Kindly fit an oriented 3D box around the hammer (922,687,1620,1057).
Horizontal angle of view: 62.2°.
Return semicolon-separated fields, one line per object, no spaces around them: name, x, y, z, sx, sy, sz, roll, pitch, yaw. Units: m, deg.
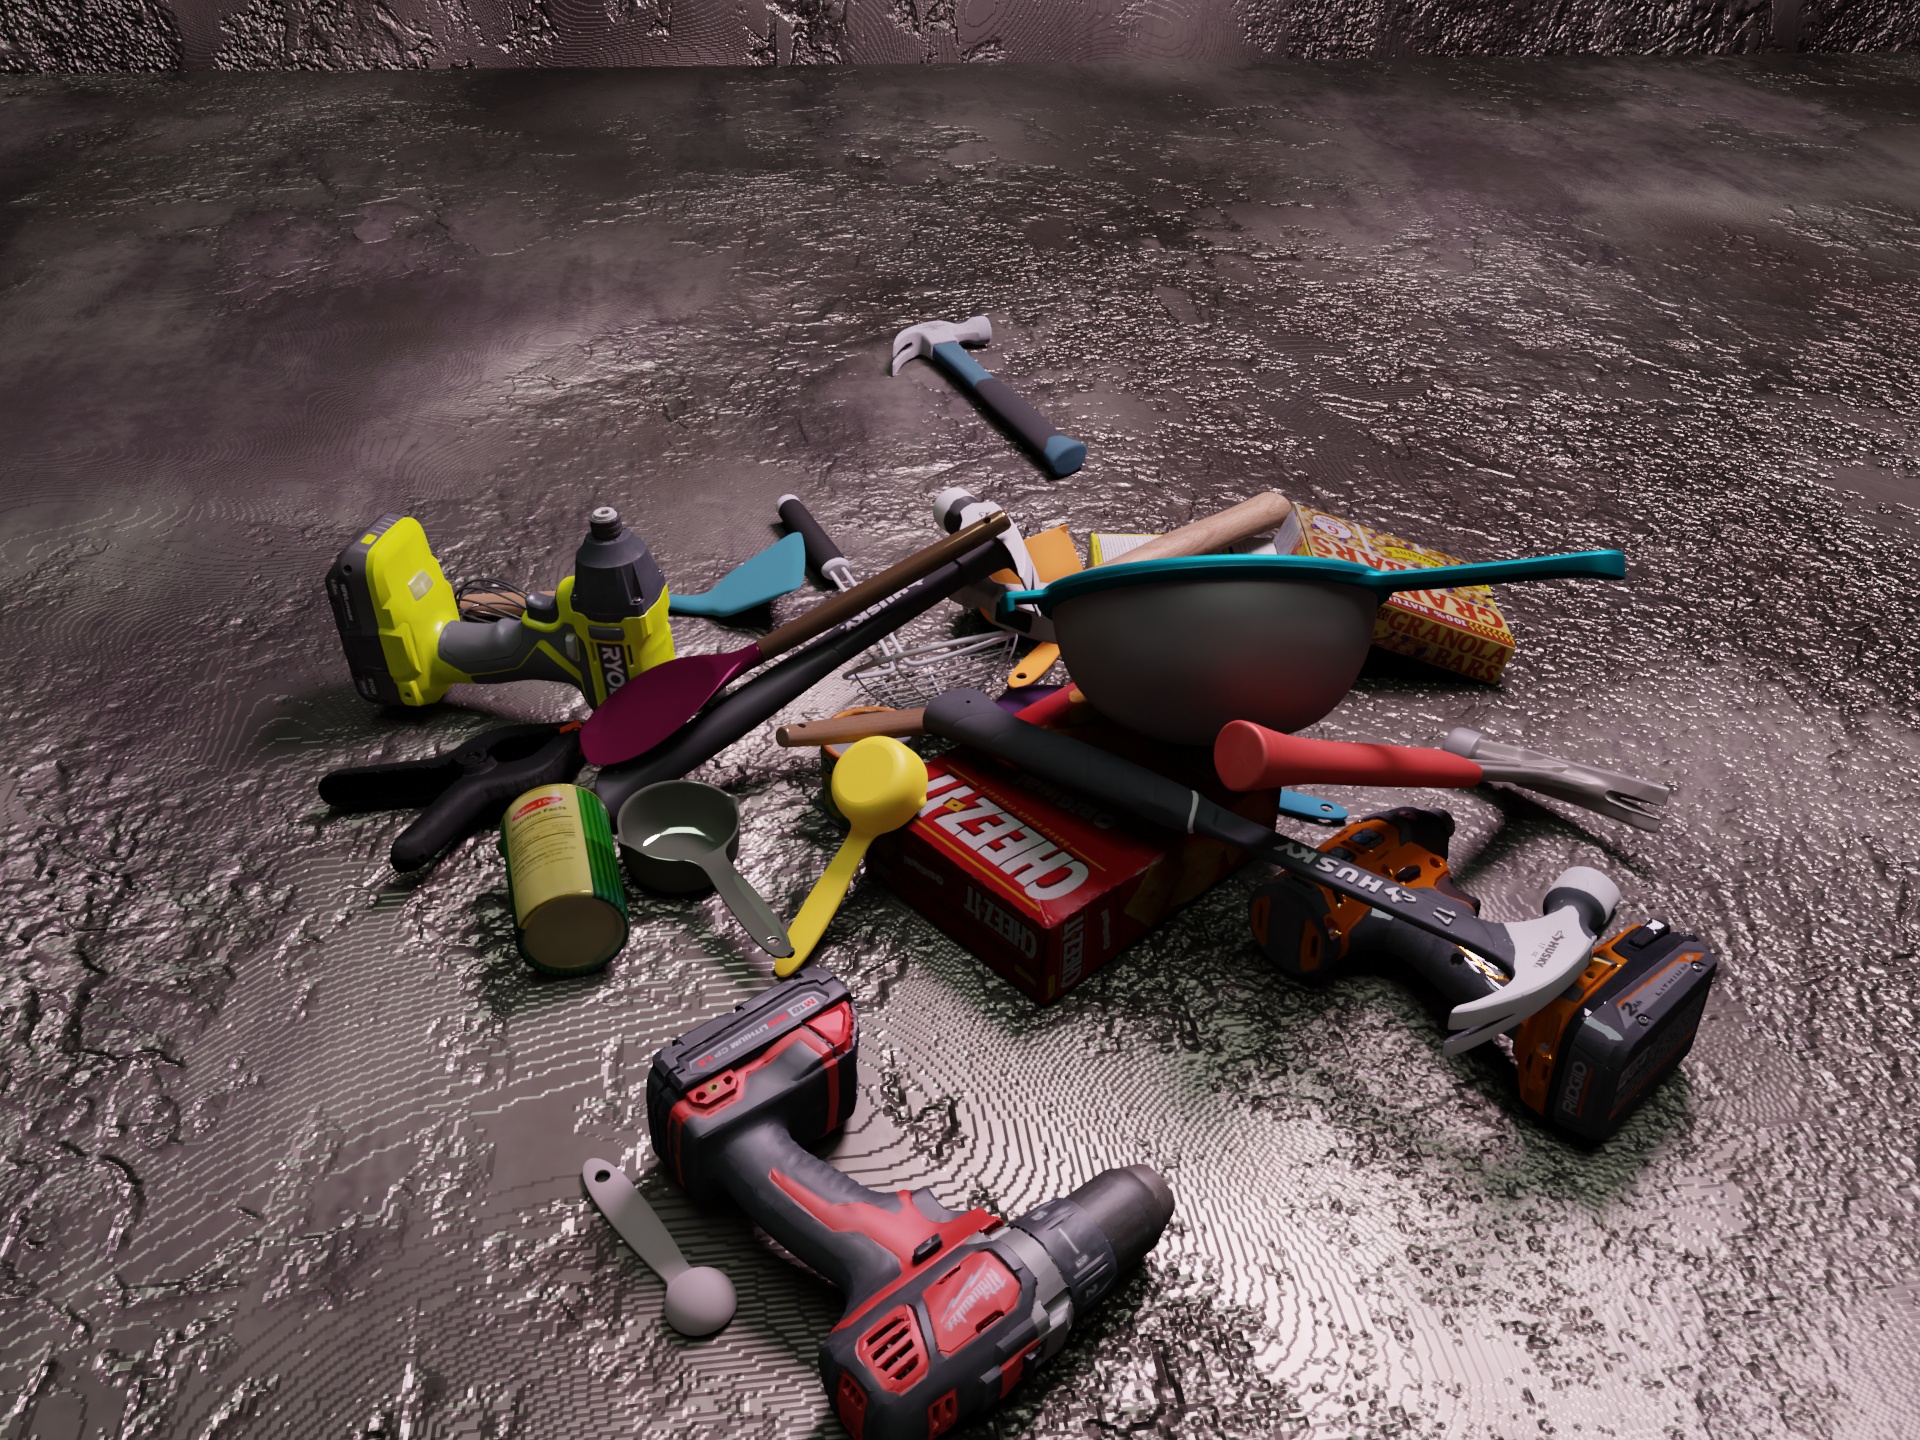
hammer;0.145;0.063;0.900;0.409;0.036;0.149;23;40;31

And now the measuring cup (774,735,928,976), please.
measuring cup;-0.074;0.078;0.940;0.062;0.029;0.156;19;72;34

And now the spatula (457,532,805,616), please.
spatula;-0.279;-0.103;1.243;0.317;0.044;0.082;-3;39;-4

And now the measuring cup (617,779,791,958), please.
measuring cup;-0.150;0.100;0.972;0.083;0.038;0.168;-21;47;-30

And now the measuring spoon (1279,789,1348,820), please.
measuring spoon;0.199;0.041;1.073;0.129;0.021;0.042;15;38;20

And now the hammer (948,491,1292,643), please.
hammer;0.147;-0.120;1.188;0.130;0.031;0.331;29;37;34

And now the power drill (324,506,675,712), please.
power drill;-0.309;-0.073;1.095;0.223;0.171;0.080;5;36;11

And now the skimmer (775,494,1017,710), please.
skimmer;-0.075;-0.113;1.223;0.127;0.090;0.364;-14;38;-20

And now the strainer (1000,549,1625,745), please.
strainer;0.204;-0.037;0.916;0.340;0.095;0.210;-3;-7;35

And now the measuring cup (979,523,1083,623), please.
measuring cup;0.068;-0.114;1.265;0.095;0.052;0.173;-25;-3;24

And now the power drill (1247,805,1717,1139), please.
power drill;0.303;0.124;0.915;0.164;0.084;0.227;-27;41;-35

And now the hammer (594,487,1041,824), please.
hammer;-0.096;-0.035;1.057;0.335;0.035;0.146;-35;38;-9

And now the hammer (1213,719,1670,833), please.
hammer;0.277;0.030;0.939;0.358;0.036;0.149;4;12;-45

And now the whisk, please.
whisk;-0.278;-0.055;1.178;0.239;0.055;0.055;18;39;15

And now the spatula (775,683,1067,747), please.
spatula;-0.002;-0.003;1.053;0.060;0.018;0.315;32;25;35

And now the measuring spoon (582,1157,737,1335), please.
measuring spoon;-0.151;0.249;0.775;0.034;0.018;0.124;-26;43;-32

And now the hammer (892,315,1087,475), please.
hammer;0.033;-0.325;1.572;0.128;0.033;0.331;-13;38;-21

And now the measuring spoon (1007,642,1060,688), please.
measuring spoon;0.066;-0.056;1.214;0.021;0.011;0.117;18;39;22

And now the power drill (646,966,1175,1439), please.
power drill;-0.027;0.221;0.772;0.188;0.080;0.227;-25;46;-32

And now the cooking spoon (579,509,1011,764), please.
cooking spoon;-0.108;-0.057;1.046;0.319;0.017;0.069;-29;47;0
